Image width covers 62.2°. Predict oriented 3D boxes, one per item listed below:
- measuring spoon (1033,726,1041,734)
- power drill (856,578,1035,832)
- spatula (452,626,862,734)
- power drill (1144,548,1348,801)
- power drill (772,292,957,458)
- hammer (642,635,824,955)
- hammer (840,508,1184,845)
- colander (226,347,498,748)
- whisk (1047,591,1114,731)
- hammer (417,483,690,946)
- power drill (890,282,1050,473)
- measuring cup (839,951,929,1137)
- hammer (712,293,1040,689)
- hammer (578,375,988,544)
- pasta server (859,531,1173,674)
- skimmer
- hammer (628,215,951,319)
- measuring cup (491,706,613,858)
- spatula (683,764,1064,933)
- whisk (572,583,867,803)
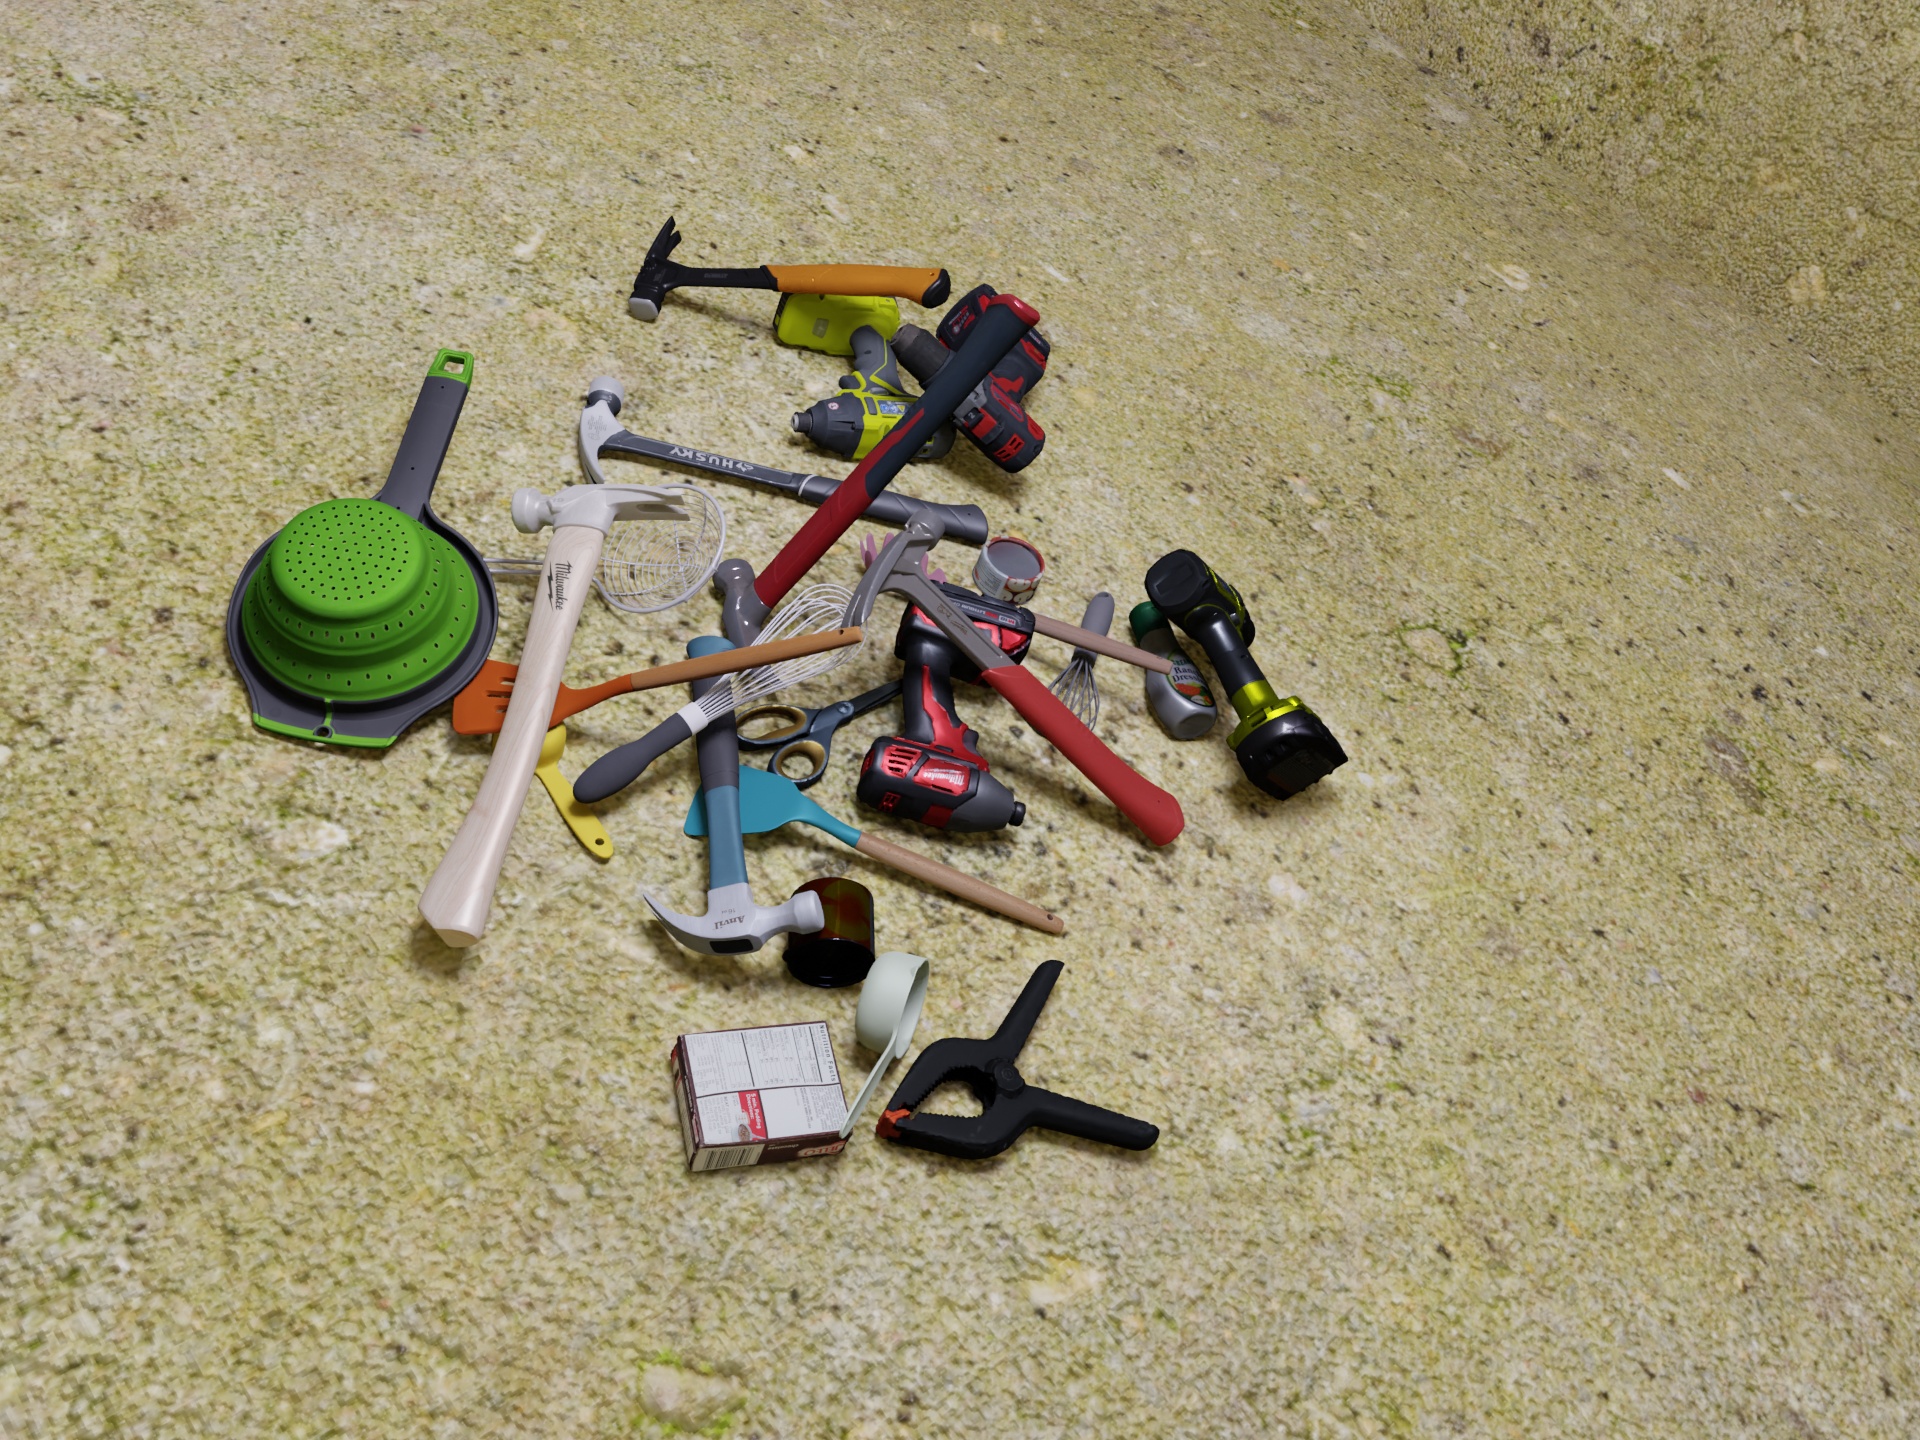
[{"bbox_3d":[0.045,-0.032,1.477,0.042,0.021,0.129,-23,71,-33],"label":"measuring spoon"},{"bbox_3d":[-0.002,-0.004,1.376,0.143,0.078,0.220,17,54,-10],"label":"power drill"},{"bbox_3d":[-0.235,-0.040,1.239,0.322,0.041,0.081,-12,49,8],"label":"spatula"},{"bbox_3d":[0.271,-0.043,1.504,0.190,0.080,0.229,27,33,-57],"label":"power drill"},{"bbox_3d":[-0.114,-0.368,1.669,0.171,0.080,0.223,-2,54,-26],"label":"power drill"},{"bbox_3d":[-0.189,0.049,1.262,0.128,0.033,0.331,-15,45,1],"label":"hammer"},{"bbox_3d":[0.057,-0.012,1.342,0.358,0.036,0.149,44,49,-17],"label":"hammer"},{"bbox_3d":[-0.457,-0.172,1.267,0.204,0.094,0.397,10,59,-5],"label":"colander"},{"bbox_3d":[0.119,-0.057,1.503,0.055,0.055,0.239,24,39,-1],"label":"whisk"},{"bbox_3d":[-0.315,-0.019,1.205,0.146,0.038,0.411,1,56,10],"label":"hammer"},{"bbox_3d":[0.012,-0.373,1.663,0.187,0.080,0.227,39,31,-21],"label":"power drill"},{"bbox_3d":[-0.066,0.231,1.136,0.038,0.083,0.168,16,36,13],"label":"measuring cup"},{"bbox_3d":[-0.069,-0.195,1.329,0.038,0.386,0.143,21,34,-44],"label":"hammer"},{"bbox_3d":[-0.168,-0.231,1.549,0.408,0.036,0.149,12,47,-13],"label":"hammer"},{"bbox_3d":[0.049,-0.106,1.487,0.316,0.040,0.060,20,31,12],"label":"pasta server"},{"bbox_3d":[-0.383,-0.148,1.339,0.363,0.090,0.127,-1,61,-23],"label":"skimmer"},{"bbox_3d":[-0.172,-0.463,1.651,0.337,0.034,0.127,7,60,14],"label":"hammer"},{"bbox_3d":[-0.311,0.044,1.239,0.062,0.029,0.157,-21,58,-36],"label":"measuring cup"},{"bbox_3d":[-0.063,0.112,1.292,0.317,0.044,0.082,24,45,-8],"label":"spatula"},{"bbox_3d":[-0.188,-0.019,1.268,0.284,0.070,0.070,-36,69,-20],"label":"whisk"}]
